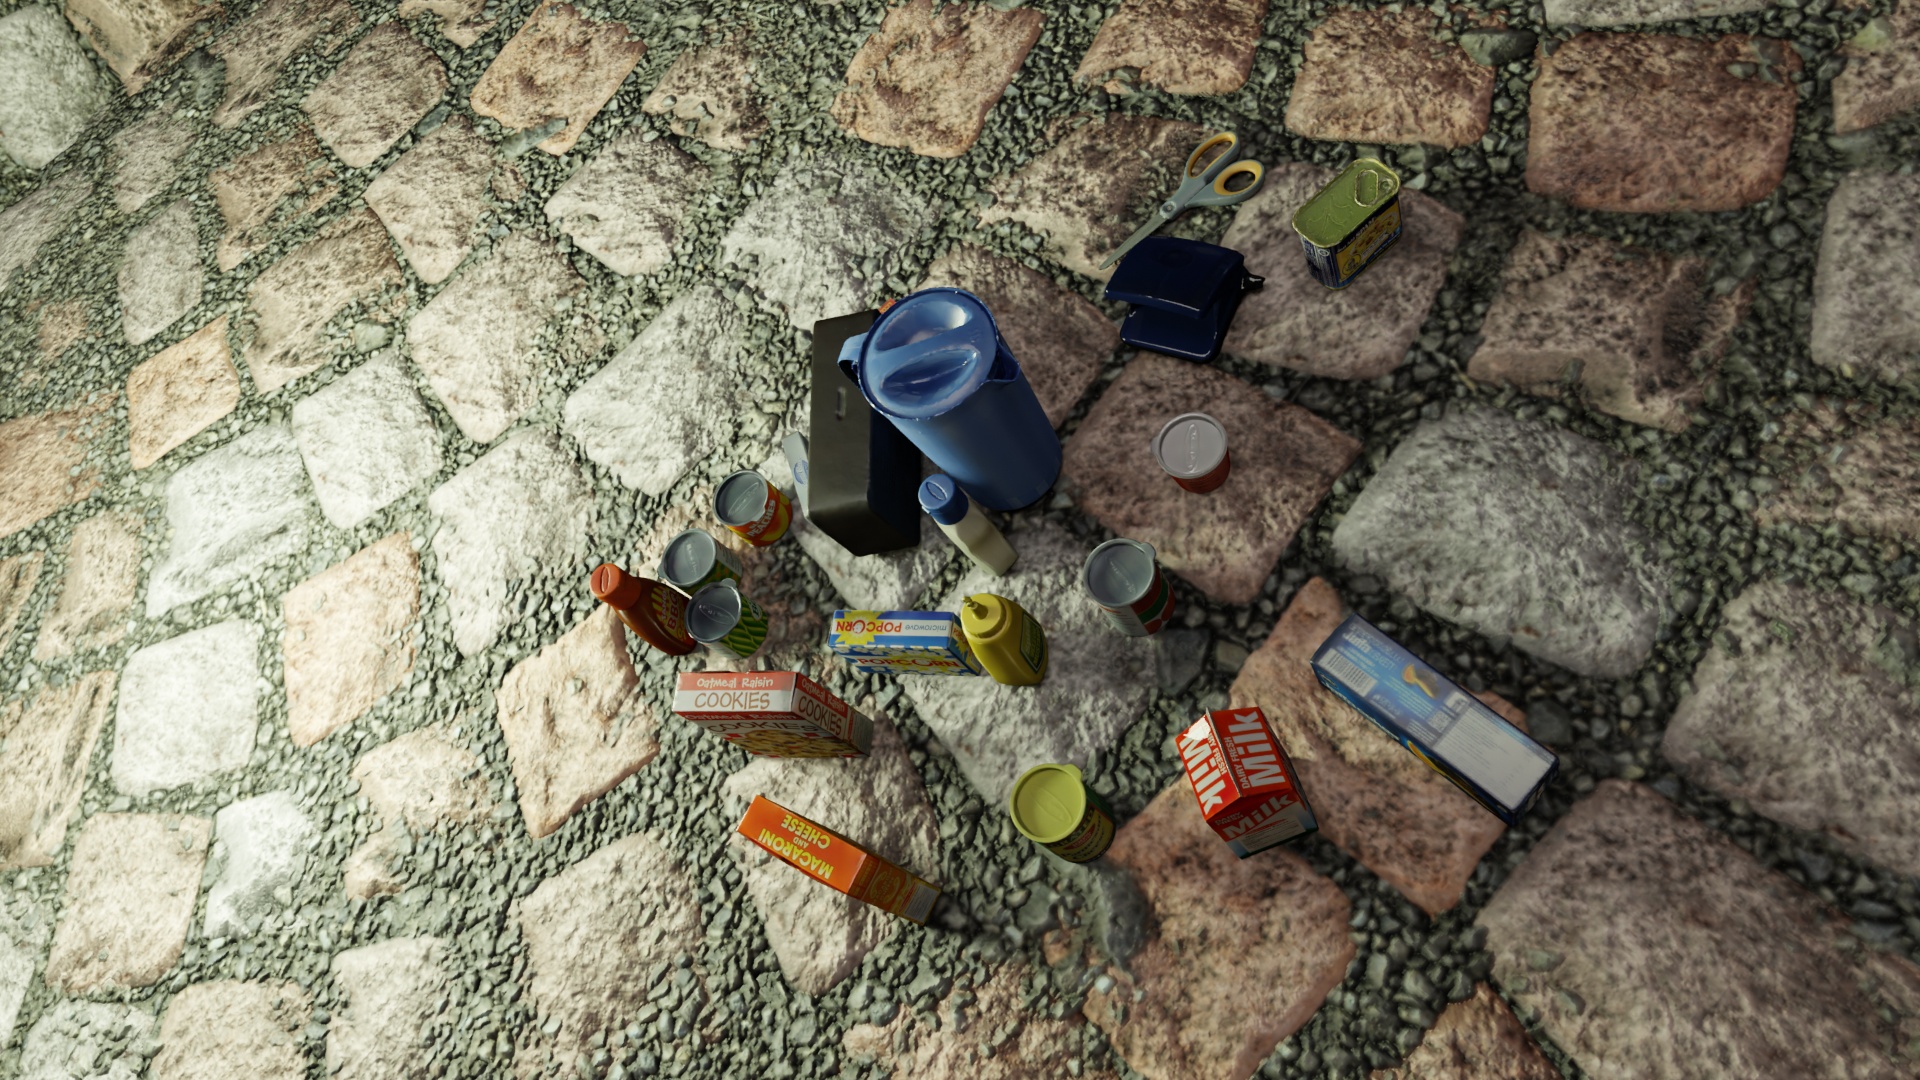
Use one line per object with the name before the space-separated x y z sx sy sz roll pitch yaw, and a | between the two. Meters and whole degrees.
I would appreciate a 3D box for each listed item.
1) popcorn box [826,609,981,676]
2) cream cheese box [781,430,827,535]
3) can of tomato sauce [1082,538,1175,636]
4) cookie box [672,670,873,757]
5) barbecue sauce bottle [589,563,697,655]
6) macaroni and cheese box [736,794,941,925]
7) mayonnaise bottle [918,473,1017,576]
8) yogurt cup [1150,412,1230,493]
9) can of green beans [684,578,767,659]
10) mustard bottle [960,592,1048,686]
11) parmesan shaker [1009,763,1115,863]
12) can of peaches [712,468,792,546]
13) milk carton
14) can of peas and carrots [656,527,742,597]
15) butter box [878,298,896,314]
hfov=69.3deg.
popcorn box | -0.051 0.098 1.324 0.126 0.085 0.038 0 67 22
cream cheese box | -0.155 -0.060 1.458 0.024 0.053 0.104 -26 60 10
can of tomato sauce | 0.156 0.042 1.266 0.071 0.083 0.071 -9 64 19
cookie box | -0.171 0.163 1.295 0.123 0.167 0.040 -3 66 21
barbecue sauce bottle | -0.320 0.066 1.412 0.043 0.148 0.065 -12 63 17
macaroni and cheese box | -0.104 0.281 1.214 0.124 0.166 0.040 21 77 29
mayonnaise bottle | 0.005 -0.017 1.317 0.041 0.147 0.065 -46 59 -2
yogurt cup | 0.223 -0.079 1.311 0.072 0.054 0.072 -9 64 19
can of green beans | -0.239 0.083 1.424 0.071 0.057 0.071 -9 64 19
mustard bottle | 0.035 0.083 1.251 0.049 0.160 0.065 -5 66 21
parmesan shaker | 0.092 0.234 1.192 0.071 0.103 0.071 -9 64 19
can of peaches | -0.218 -0.033 1.468 0.071 0.058 0.071 -9 64 19
milk carton | 0.226 0.191 1.106 0.073 0.190 0.072 -24 60 11
can of peas and carrots | -0.274 0.029 1.462 0.071 0.058 0.071 -9 64 19
butter box | -0.042 -0.214 1.482 0.024 0.053 0.104 -46 59 -2
